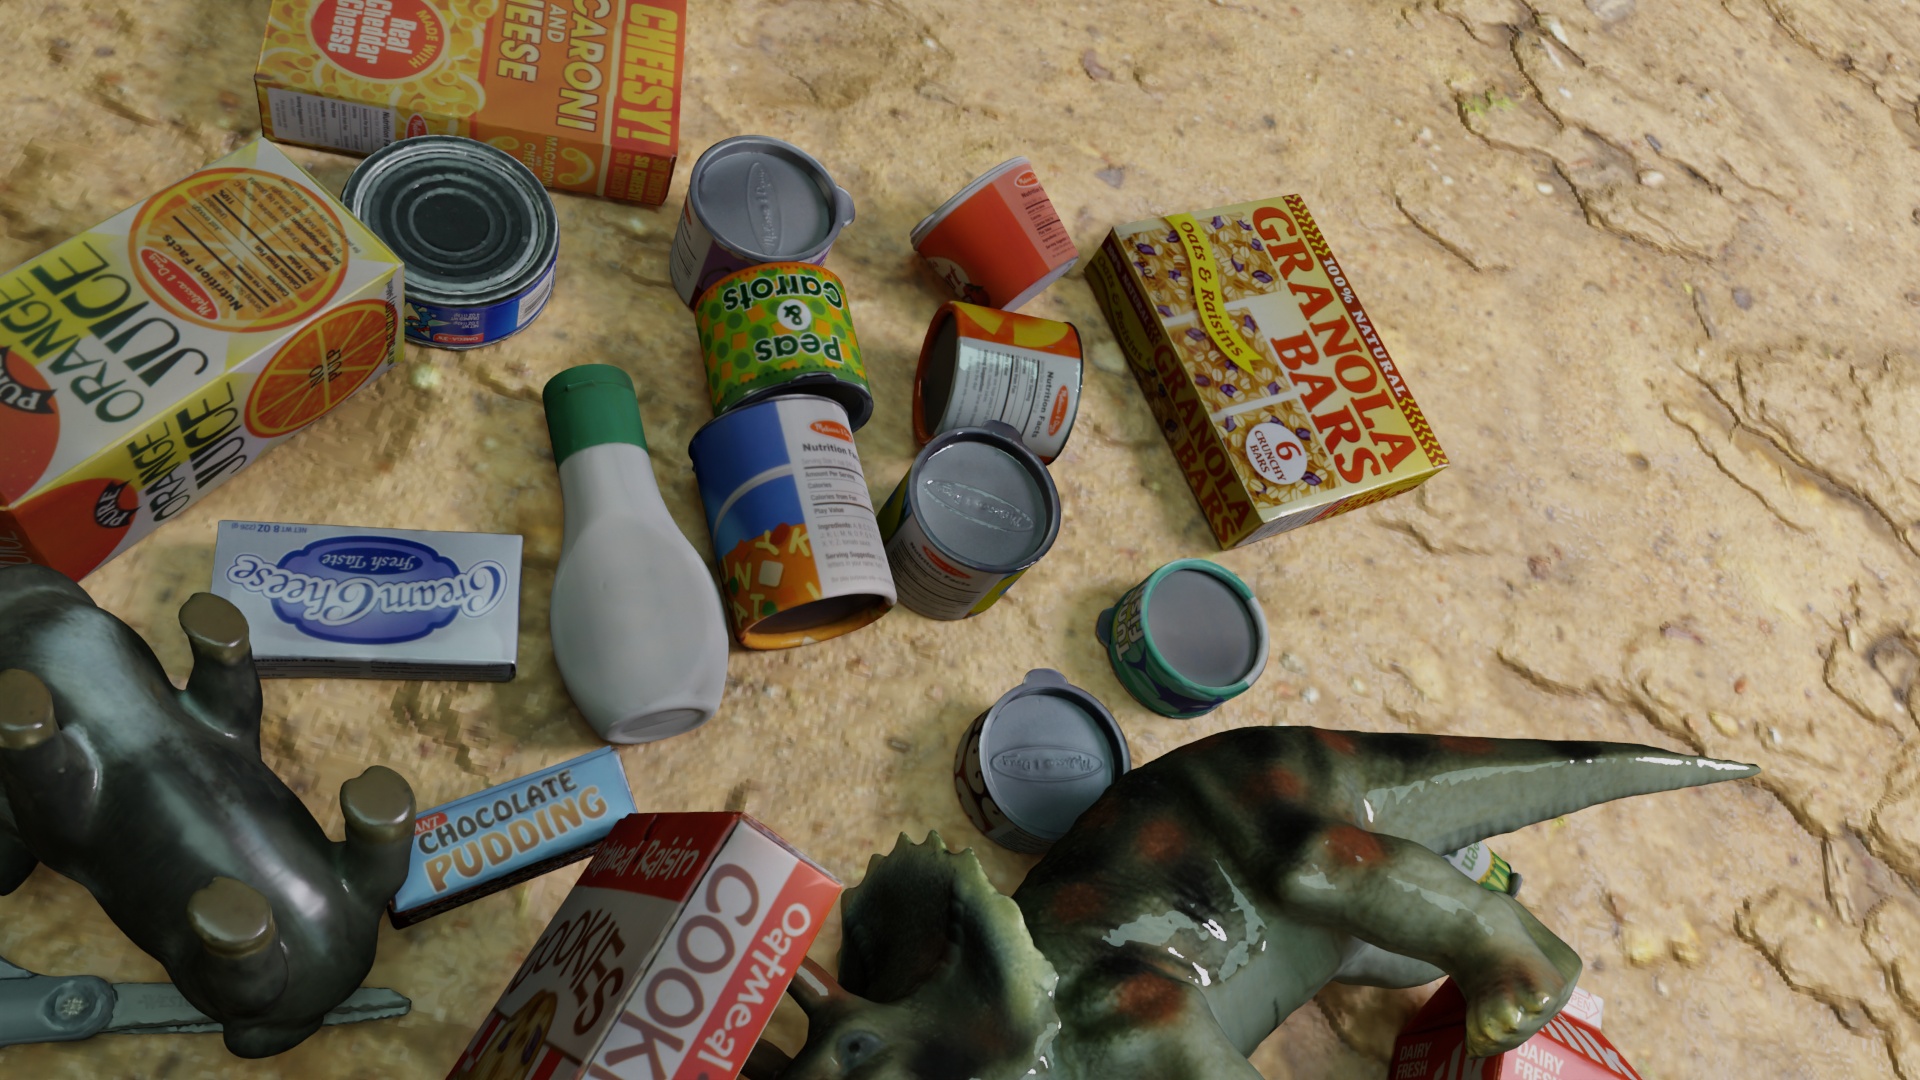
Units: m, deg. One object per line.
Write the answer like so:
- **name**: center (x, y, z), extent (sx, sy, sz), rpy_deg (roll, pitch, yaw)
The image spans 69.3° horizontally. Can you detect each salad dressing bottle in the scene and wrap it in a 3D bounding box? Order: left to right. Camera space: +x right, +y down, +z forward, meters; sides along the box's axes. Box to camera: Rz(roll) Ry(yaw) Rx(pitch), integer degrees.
- **salad dressing bottle**: center (-0.131, 0.002, 0.537), extent (0.064, 0.043, 0.148), rpy_deg (-15, 69, -6)

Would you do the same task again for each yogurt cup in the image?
- **yogurt cup**: center (0.019, -0.139, 0.653), extent (0.073, 0.072, 0.054), rpy_deg (-37, 91, -31)

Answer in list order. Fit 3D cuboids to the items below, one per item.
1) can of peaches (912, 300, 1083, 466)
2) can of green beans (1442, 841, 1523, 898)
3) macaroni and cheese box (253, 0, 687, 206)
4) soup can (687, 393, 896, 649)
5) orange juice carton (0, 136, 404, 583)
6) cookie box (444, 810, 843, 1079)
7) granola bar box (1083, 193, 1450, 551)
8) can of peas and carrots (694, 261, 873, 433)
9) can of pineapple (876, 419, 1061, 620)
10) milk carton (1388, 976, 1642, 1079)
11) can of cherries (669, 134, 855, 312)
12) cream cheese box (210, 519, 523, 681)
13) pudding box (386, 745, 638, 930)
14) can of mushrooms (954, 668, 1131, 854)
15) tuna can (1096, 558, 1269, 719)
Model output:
- **can of peaches**: center (0.015, -0.070, 0.619), extent (0.058, 0.071, 0.071), rpy_deg (8, 64, -18)
- **can of green beans**: center (0.187, 0.140, 0.585), extent (0.058, 0.071, 0.071), rpy_deg (43, 59, 2)
- **macaroni and cheese box**: center (-0.209, -0.221, 0.615), extent (0.167, 0.040, 0.124), rpy_deg (7, 64, -18)
- **soup can**: center (-0.069, -0.005, 0.555), extent (0.071, 0.071, 0.084), rpy_deg (-8, 70, -25)
- **orange juice carton**: center (-0.294, -0.052, 0.482), extent (0.073, 0.071, 0.193), rpy_deg (43, 58, 2)
- **cookie box**: center (-0.111, 0.155, 0.385), extent (0.040, 0.122, 0.168), rpy_deg (39, 64, -17)
- **granola bar box**: center (0.152, -0.088, 0.695), extent (0.124, 0.039, 0.166), rpy_deg (-16, 73, -26)
- **can of peas and carrots**: center (-0.074, -0.077, 0.582), extent (0.071, 0.070, 0.059), rpy_deg (-5, 68, -24)
- **can of pineapple**: center (0.002, -0.007, 0.586), extent (0.071, 0.057, 0.071), rpy_deg (9, 64, -18)
- **milk carton**: center (0.208, 0.254, 0.536), extent (0.072, 0.073, 0.191), rpy_deg (28, 59, -7)
- **can of cherries**: center (-0.088, -0.132, 0.610), extent (0.071, 0.058, 0.072), rpy_deg (9, 62, -17)
- **cream cheese box**: center (-0.215, 0.023, 0.506), extent (0.104, 0.024, 0.053), rpy_deg (3, 67, -20)
- **pudding box**: center (-0.156, 0.102, 0.477), extent (0.084, 0.049, 0.030), rpy_deg (-17, 75, -28)
- **can of mushrooms**: center (0.033, 0.091, 0.567), extent (0.071, 0.033, 0.071), rpy_deg (8, 64, -17)
- **tuna can**: center (0.099, 0.042, 0.616), extent (0.071, 0.032, 0.071), rpy_deg (9, 63, -18)
